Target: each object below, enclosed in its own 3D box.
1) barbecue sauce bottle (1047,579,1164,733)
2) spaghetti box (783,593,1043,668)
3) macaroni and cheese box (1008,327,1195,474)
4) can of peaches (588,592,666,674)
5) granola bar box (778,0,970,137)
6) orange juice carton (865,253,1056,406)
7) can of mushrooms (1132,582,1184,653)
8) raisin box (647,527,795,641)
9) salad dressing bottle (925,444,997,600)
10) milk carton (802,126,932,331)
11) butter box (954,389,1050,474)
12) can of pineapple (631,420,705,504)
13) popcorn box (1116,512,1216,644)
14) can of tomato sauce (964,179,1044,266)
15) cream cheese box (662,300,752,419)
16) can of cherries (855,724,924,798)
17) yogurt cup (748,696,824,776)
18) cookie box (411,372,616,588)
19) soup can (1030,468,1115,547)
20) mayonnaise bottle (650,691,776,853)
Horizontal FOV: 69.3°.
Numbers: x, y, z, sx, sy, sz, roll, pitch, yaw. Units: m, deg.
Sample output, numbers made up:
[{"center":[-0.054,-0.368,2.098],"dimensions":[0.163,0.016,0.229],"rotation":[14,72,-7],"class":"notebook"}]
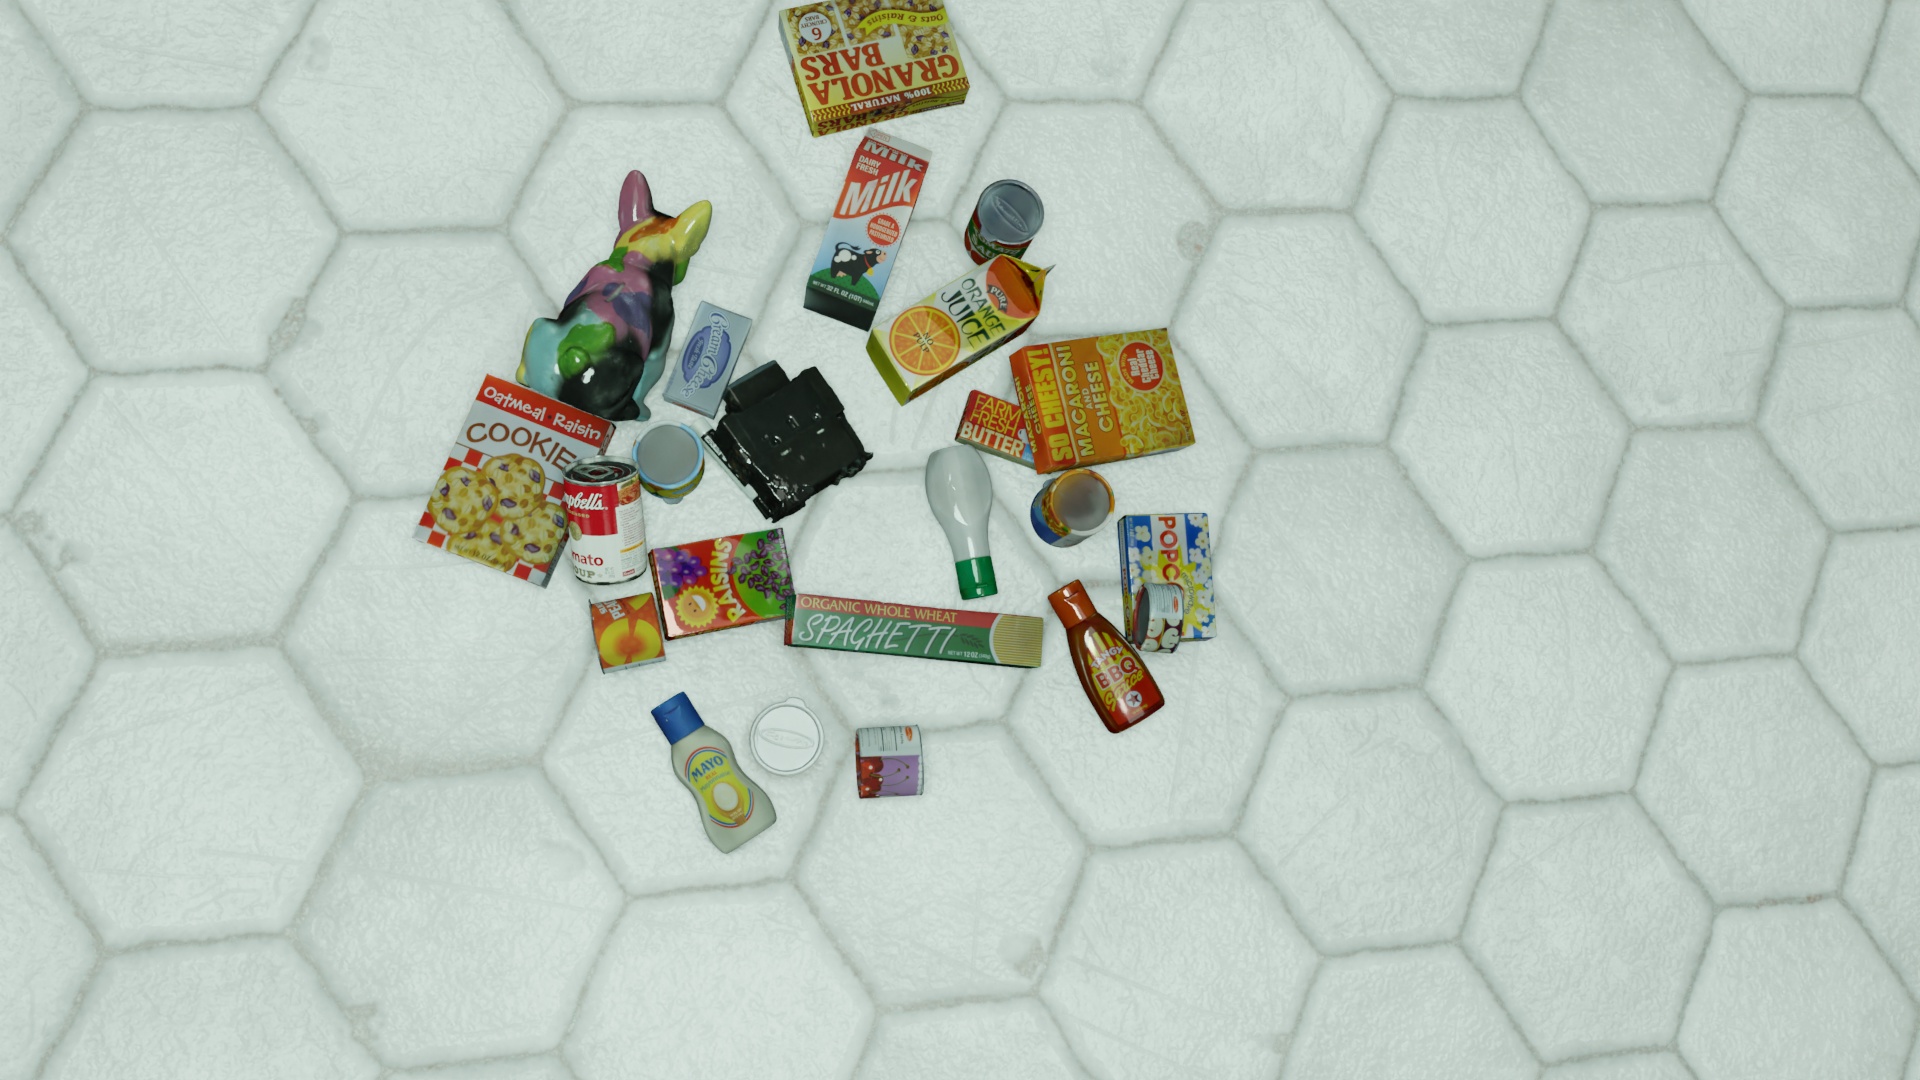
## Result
[{"center":[0.136,0.110,1.350],"dimensions":[0.065,0.043,0.148],"rotation":[-29,87,-11],"class":"barbecue sauce bottle"},{"center":[-0.041,0.086,1.312],"dimensions":[0.250,0.028,0.050],"rotation":[7,80,-18],"class":"spaghetti box"},{"center":[0.140,-0.138,1.373],"dimensions":[0.167,0.040,0.124],"rotation":[-11,83,-24],"class":"macaroni and cheese box"},{"center":[-0.304,0.082,1.268],"dimensions":[0.058,0.071,0.071],"rotation":[-11,84,-11],"class":"can of peaches"},{"center":[-0.088,-0.488,1.404],"dimensions":[0.166,0.039,0.124],"rotation":[-16,84,-12],"class":"granola bar box"},{"center":[0.007,-0.215,1.363],"dimensions":[0.193,0.071,0.073],"rotation":[-32,89,-12],"class":"orange juice carton"},{"center":[0.186,0.075,1.314],"dimensions":[0.033,0.071,0.071],"rotation":[5,81,-8],"class":"can of mushrooms"},{"center":[-0.221,0.040,1.296],"dimensions":[0.124,0.040,0.086],"rotation":[-10,84,-19],"class":"raisin box"},{"center":[0.005,-0.017,1.348],"dimensions":[0.064,0.044,0.147],"rotation":[-9,84,-13],"class":"salad dressing bottle"},{"center":[-0.089,-0.311,1.360],"dimensions":[0.072,0.073,0.191],"rotation":[20,79,-6],"class":"milk carton"},{"center":[0.050,-0.107,1.378],"dimensions":[0.103,0.024,0.053],"rotation":[19,78,-6],"class":"butter box"},{"center":[-0.272,-0.074,1.302],"dimensions":[0.071,0.057,0.071],"rotation":[1,82,-10],"class":"can of pineapple"},{"center":[0.204,0.037,1.375],"dimensions":[0.085,0.038,0.127],"rotation":[-2,82,-9],"class":"popcorn box"},{"center":[0.041,-0.309,1.376],"dimensions":[0.071,0.083,0.071],"rotation":[1,82,-9],"class":"can of tomato sauce"},{"center":[-0.243,-0.174,1.339],"dimensions":[0.053,0.024,0.104],"rotation":[21,79,-6],"class":"cream cheese box"},{"center":[-0.067,0.208,1.291],"dimensions":[0.058,0.071,0.071],"rotation":[-2,82,-10],"class":"can of cherries"},{"center":[-0.161,0.183,1.284],"dimensions":[0.072,0.054,0.072],"rotation":[1,82,-9],"class":"yogurt cup"},{"center":[-0.410,-0.055,1.286],"dimensions":[0.123,0.040,0.167],"rotation":[22,80,-6],"class":"cookie box"},{"center":[0.107,-0.033,1.346],"dimensions":[0.071,0.083,0.071],"rotation":[1,81,-9],"class":"soup can"},{"center":[-0.231,0.210,1.274],"dimensions":[0.065,0.041,0.148],"rotation":[-32,89,-11],"class":"mayonnaise bottle"}]
